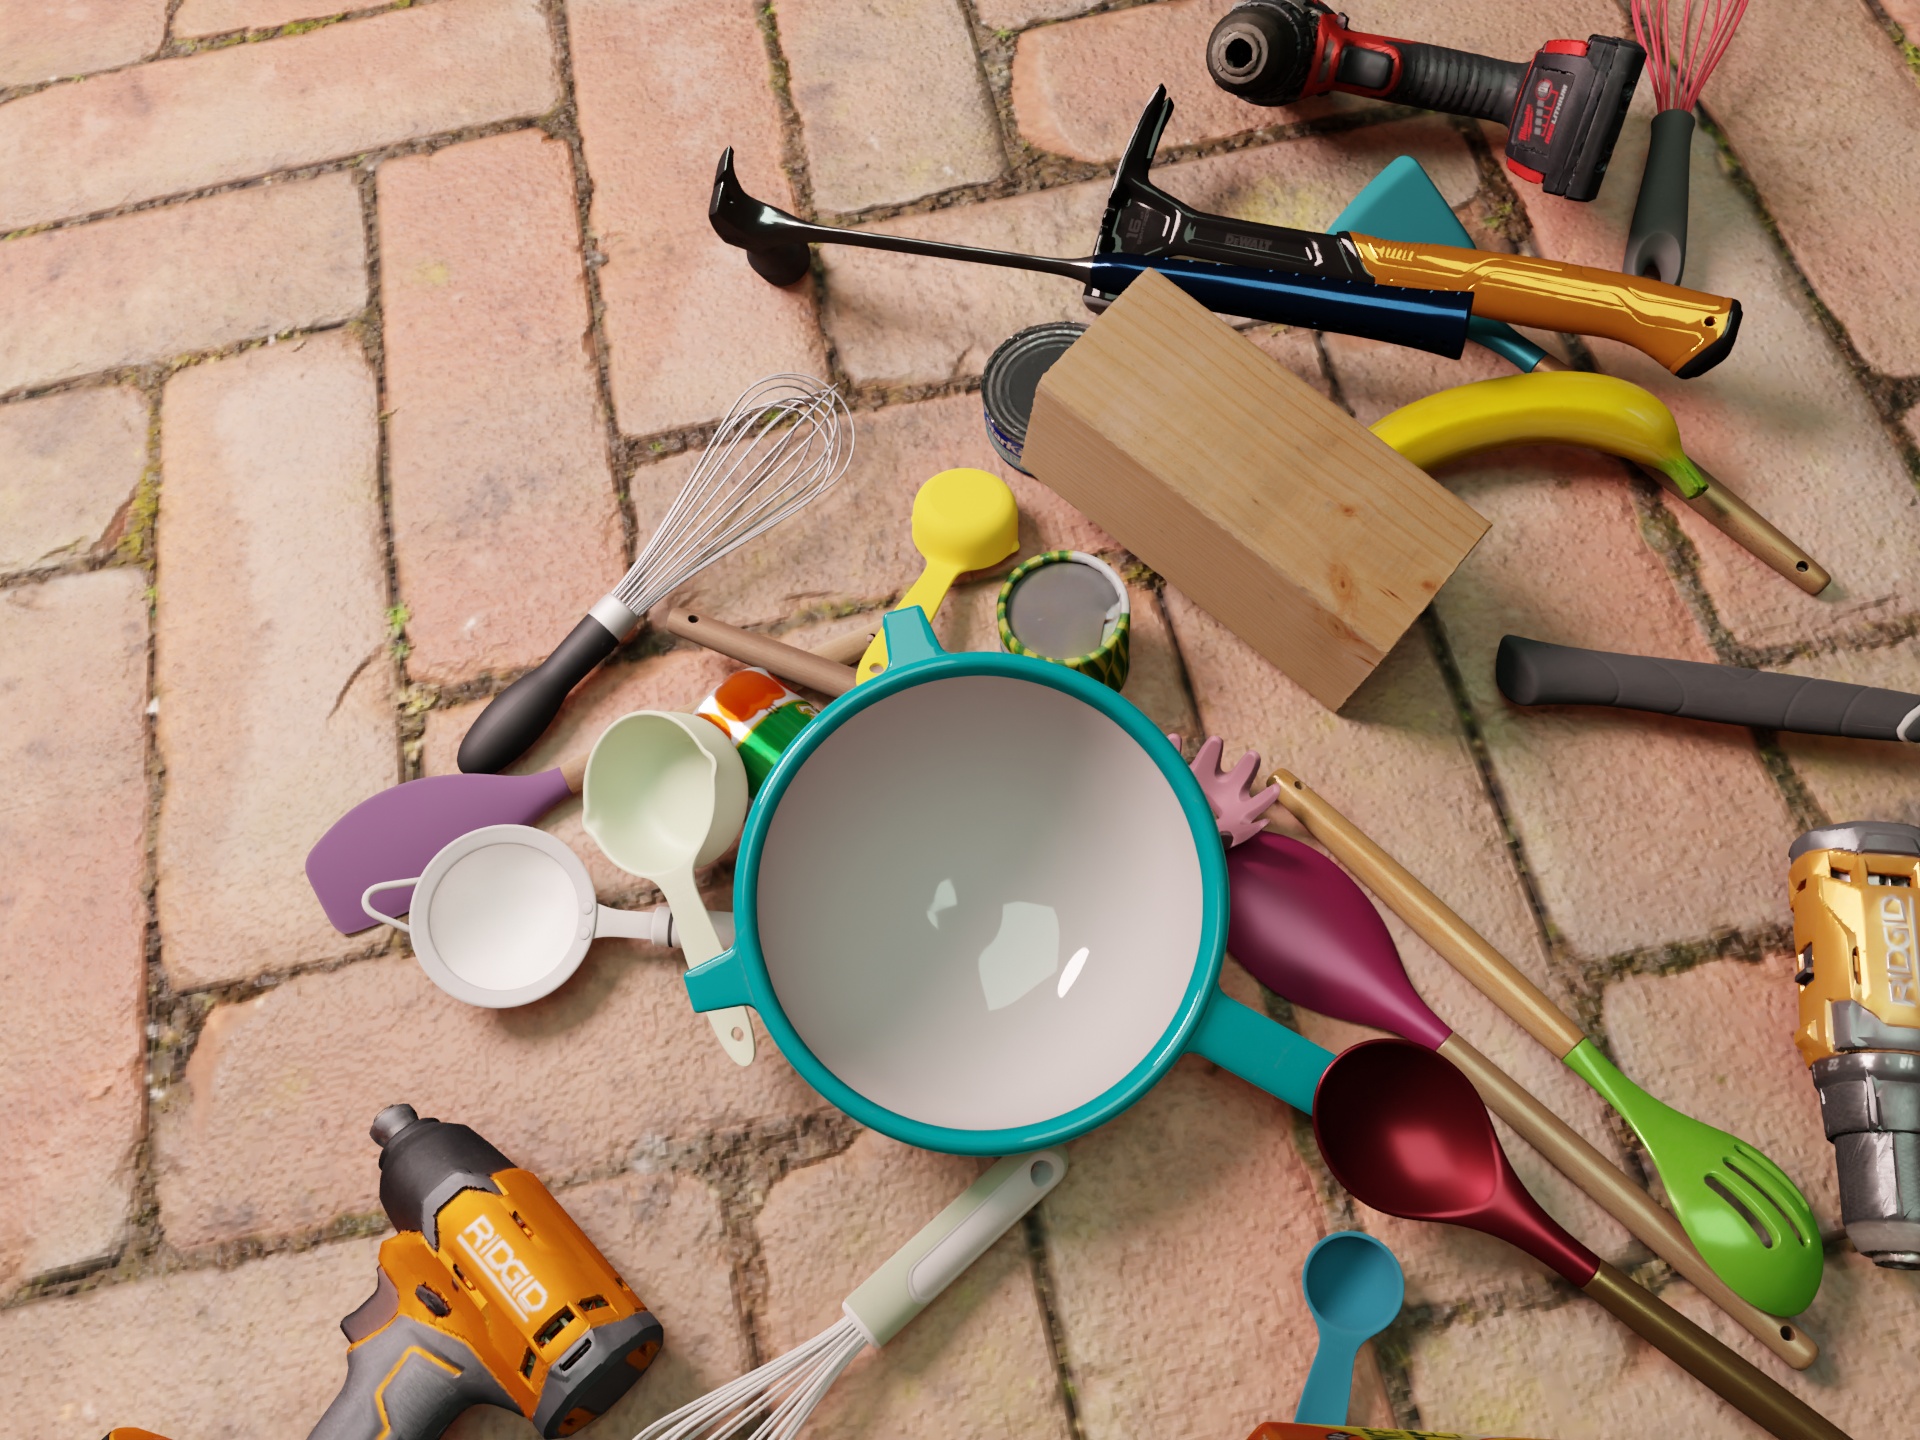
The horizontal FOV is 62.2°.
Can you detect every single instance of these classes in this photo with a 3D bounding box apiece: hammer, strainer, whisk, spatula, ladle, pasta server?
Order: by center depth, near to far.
[{"bbox_3d":[0.277,0.238,0.639,0.315,0.031,0.069,36,84,11],"label":"ladle"},{"bbox_3d":[-0.047,0.259,0.667,0.246,0.059,0.057,-38,105,-17],"label":"whisk"},{"bbox_3d":[0.061,0.111,0.713,0.340,0.095,0.211,29,80,-5],"label":"strainer"},{"bbox_3d":[0.459,-0.002,0.729,0.409,0.036,0.149,8,30,16],"label":"hammer"},{"bbox_3d":[-0.148,0.099,0.755,0.258,0.050,0.087,4,75,1],"label":"strainer"},{"bbox_3d":[-0.001,-0.002,0.780,0.316,0.040,0.060,20,51,10],"label":"pasta server"},{"bbox_3d":[-0.176,0.017,0.804,0.316,0.018,0.060,-25,94,-9],"label":"spatula"},{"bbox_3d":[-0.159,-0.077,0.833,0.070,0.070,0.284,37,77,20],"label":"whisk"},{"bbox_3d":[0.059,-0.238,0.835,0.405,0.144,0.035,12,91,12],"label":"hammer"},{"bbox_3d":[0.325,-0.174,0.841,0.082,0.044,0.318,-47,69,9],"label":"spatula"},{"bbox_3d":[0.238,-0.247,0.847,0.337,0.034,0.127,18,93,19],"label":"hammer"},{"bbox_3d":[0.413,-0.360,0.918,0.073,0.073,0.296,11,73,10],"label":"whisk"}]

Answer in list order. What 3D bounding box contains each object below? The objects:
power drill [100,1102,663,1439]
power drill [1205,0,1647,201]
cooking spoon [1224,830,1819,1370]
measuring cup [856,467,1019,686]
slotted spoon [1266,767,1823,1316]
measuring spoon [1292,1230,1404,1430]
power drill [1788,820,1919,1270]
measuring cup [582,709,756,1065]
[{"bbox_3d":[-0.259,0.278,0.659,0.226,0.084,0.164,-41,67,-18],"label":"power drill"},{"bbox_3d":[0.247,-0.352,0.872,0.227,0.080,0.188,18,28,13],"label":"power drill"},{"bbox_3d":[0.234,0.160,0.702,0.069,0.017,0.319,-42,68,-16],"label":"cooking spoon"},{"bbox_3d":[-0.016,-0.075,0.809,0.062,0.029,0.157,18,50,13],"label":"measuring cup"},{"bbox_3d":[0.252,0.128,0.708,0.070,0.031,0.314,-23,58,-38],"label":"slotted spoon"},{"bbox_3d":[0.151,0.276,0.659,0.042,0.021,0.129,16,76,8],"label":"measuring spoon"},{"bbox_3d":[0.469,0.141,0.659,0.226,0.084,0.185,4,65,12],"label":"power drill"},{"bbox_3d":[-0.117,0.075,0.728,0.083,0.038,0.168,-25,81,26],"label":"measuring cup"}]
